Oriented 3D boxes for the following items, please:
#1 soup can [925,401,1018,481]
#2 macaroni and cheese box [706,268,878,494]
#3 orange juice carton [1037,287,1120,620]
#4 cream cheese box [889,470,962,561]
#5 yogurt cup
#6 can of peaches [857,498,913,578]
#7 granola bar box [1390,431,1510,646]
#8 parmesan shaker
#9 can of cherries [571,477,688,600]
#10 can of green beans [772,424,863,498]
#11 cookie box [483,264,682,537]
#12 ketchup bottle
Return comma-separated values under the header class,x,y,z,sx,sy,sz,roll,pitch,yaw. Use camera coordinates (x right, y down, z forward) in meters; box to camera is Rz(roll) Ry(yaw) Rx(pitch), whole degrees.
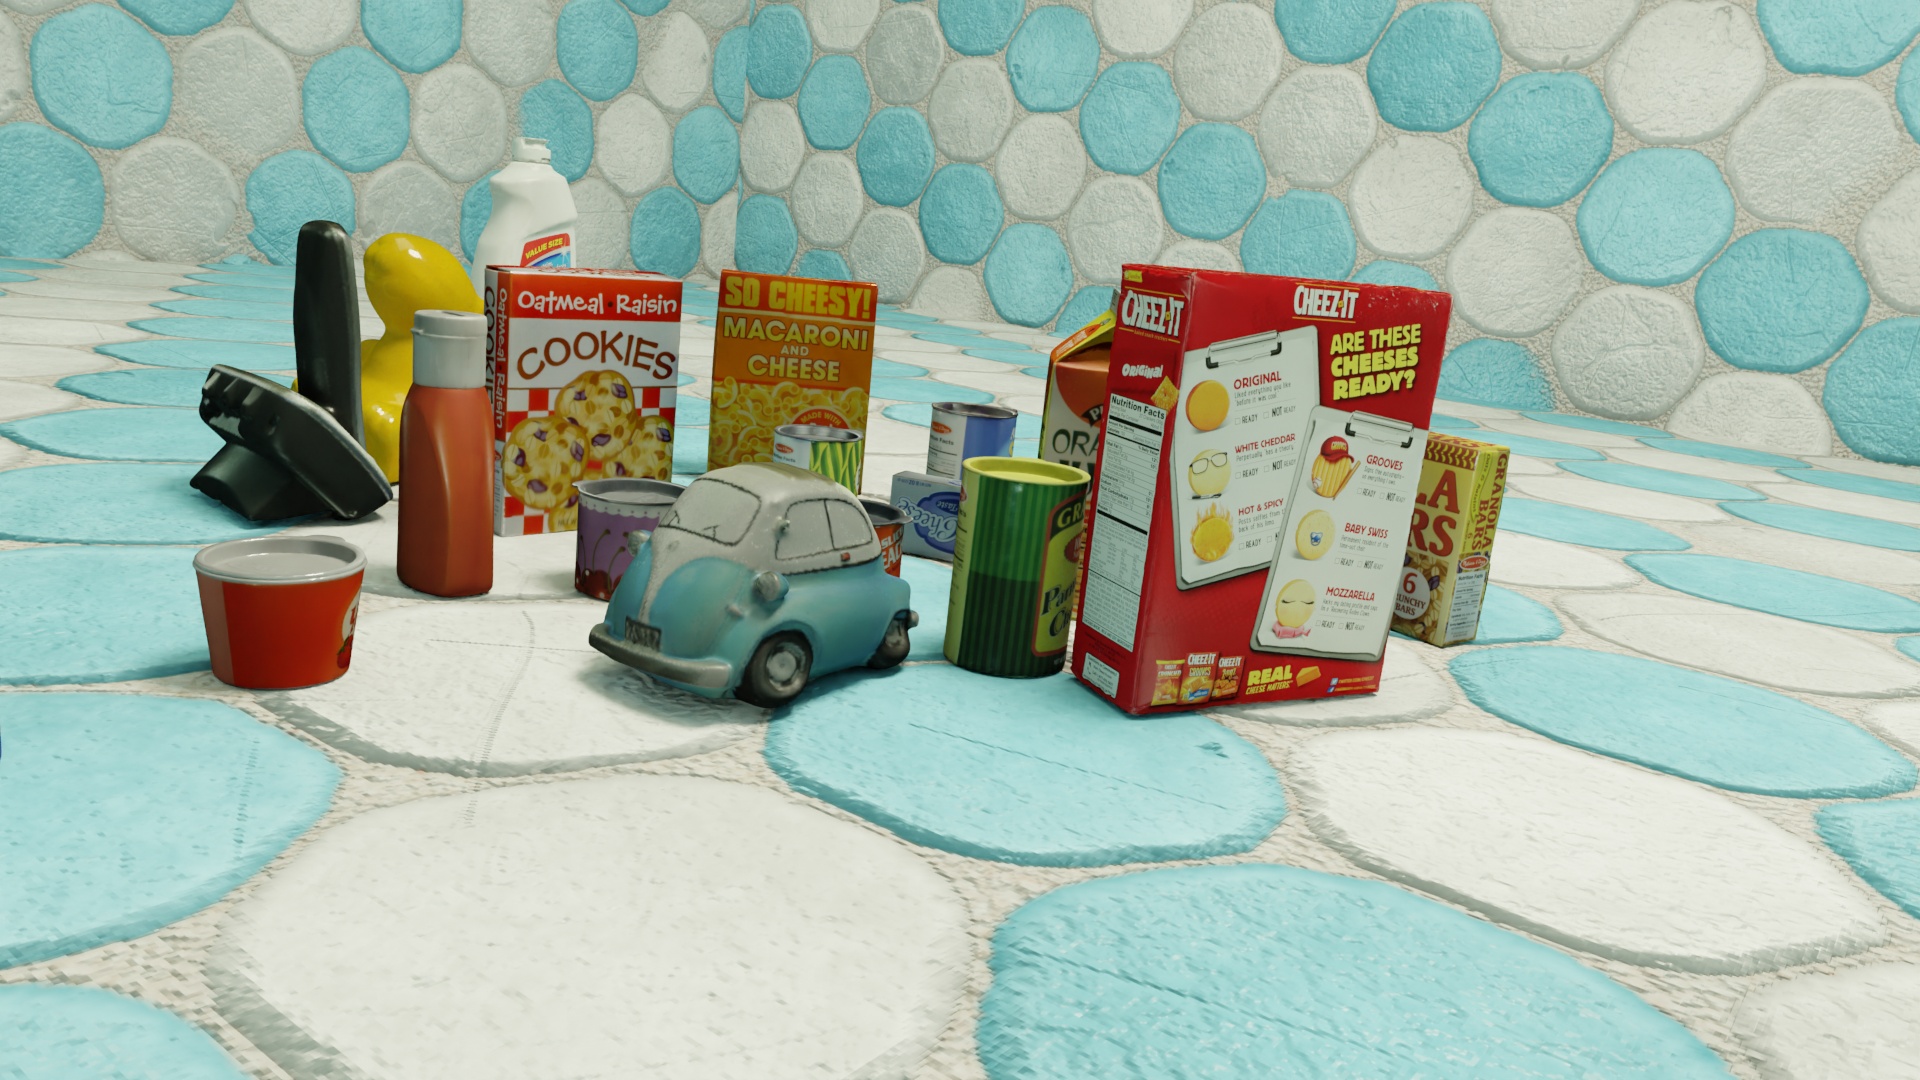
class,x,y,z,sx,sy,sz,roll,pitch,yaw
soup can,0.009,-0.060,1.066,0.071,0.083,0.071,6,13,-1
macaroni and cheese box,-0.133,-0.125,1.096,0.124,0.166,0.040,4,13,-8
orange juice carton,0.083,-0.053,0.830,0.073,0.192,0.072,6,13,2
cream cheese box,0.003,-0.012,0.923,0.104,0.053,0.024,11,14,19
yogurt cup,-0.297,0.032,0.608,0.072,0.053,0.072,6,13,-1
can of peaches,-0.064,0.011,0.790,0.071,0.058,0.071,6,13,-1
granola bar box,0.265,-0.015,0.900,0.039,0.124,0.166,-3,16,-36
parmesan shaker,0.029,0.012,0.726,0.071,0.102,0.071,6,13,-1
can of cherries,-0.186,-0.001,0.785,0.071,0.058,0.071,6,13,-1
can of green beans,-0.108,-0.053,1.039,0.071,0.057,0.071,6,13,-1
cookie box,-0.248,-0.092,0.906,0.123,0.167,0.040,-7,18,-44
ketchup bottle,-0.276,-0.048,0.745,0.065,0.148,0.044,18,17,42
